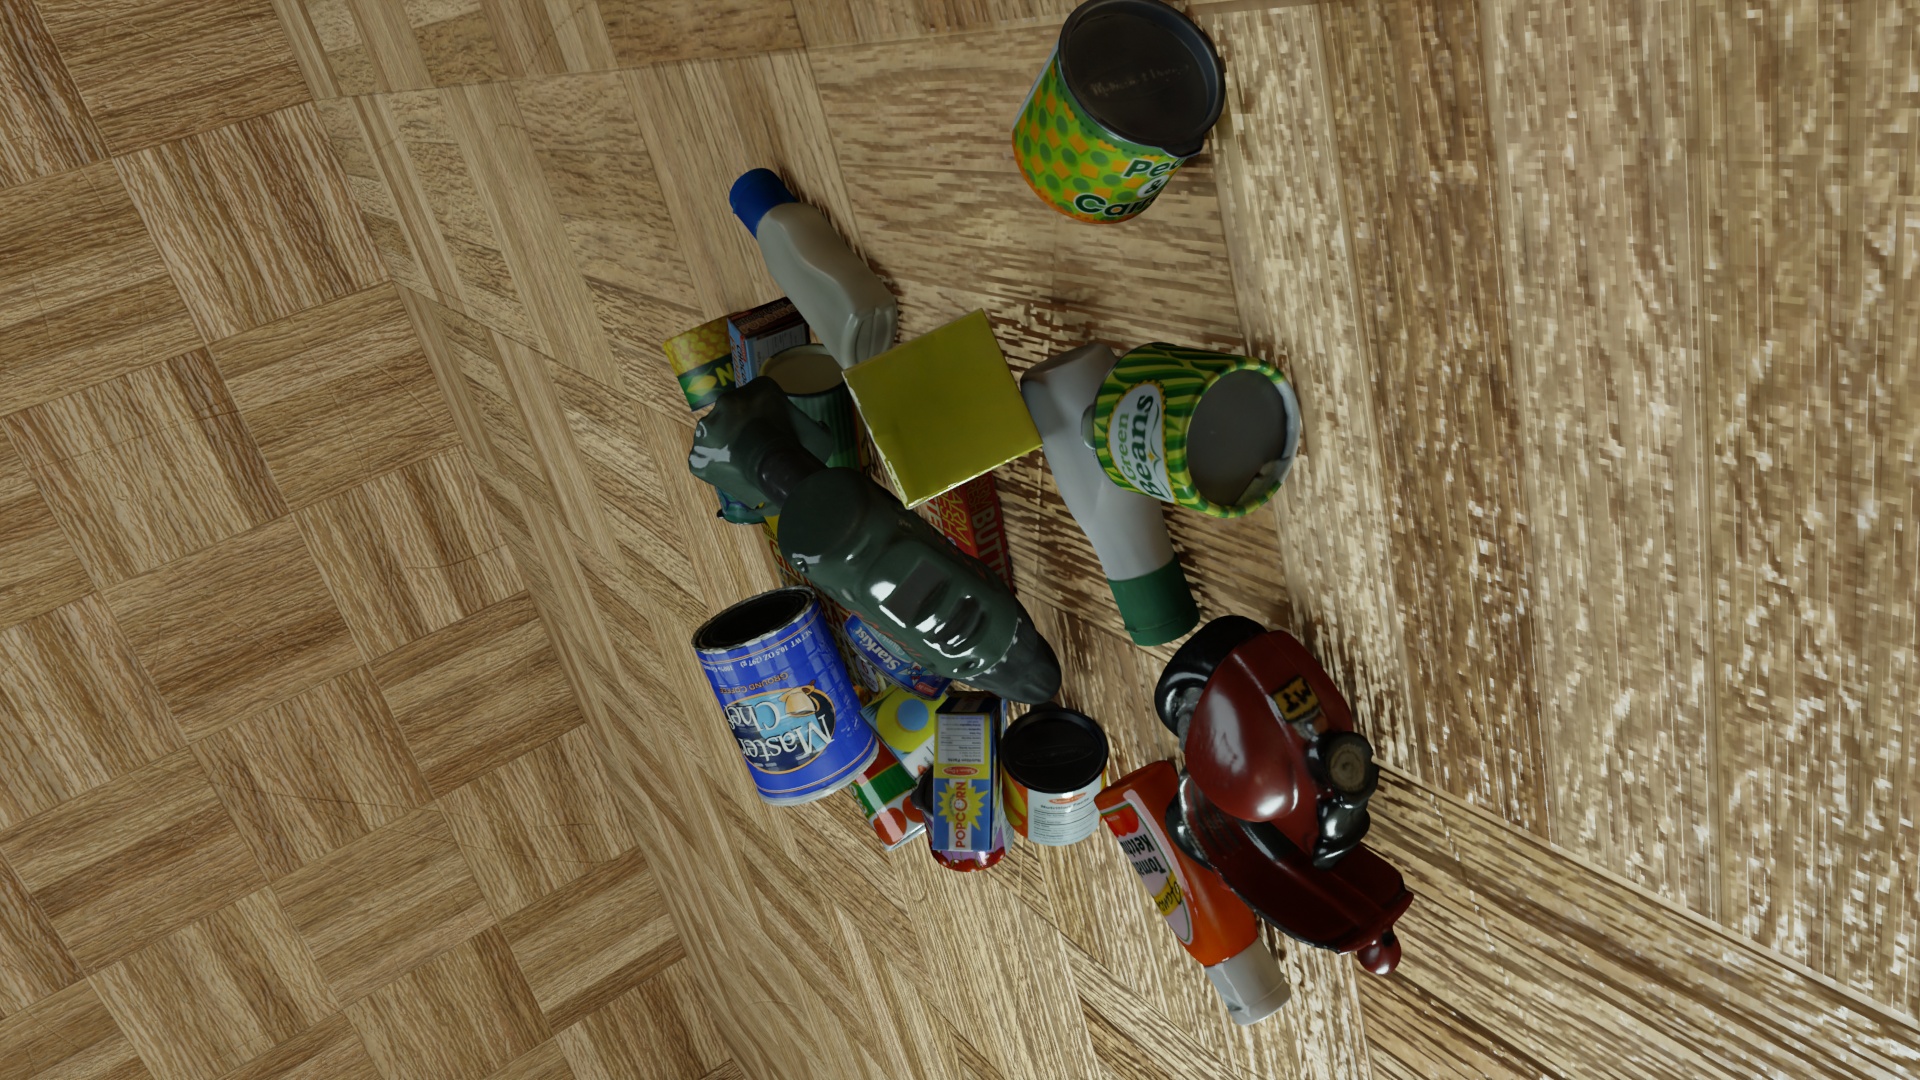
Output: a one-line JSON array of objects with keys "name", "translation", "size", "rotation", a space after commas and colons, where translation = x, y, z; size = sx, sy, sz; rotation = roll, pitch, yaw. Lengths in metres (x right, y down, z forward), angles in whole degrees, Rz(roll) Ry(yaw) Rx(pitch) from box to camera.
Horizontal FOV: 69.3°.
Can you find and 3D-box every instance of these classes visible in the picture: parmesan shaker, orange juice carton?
[{"name": "parmesan shaker", "translation": [-0.096, -0.073, 0.945], "size": [0.071, 0.071, 0.102], "rotation": [42, 148, 39]}, {"name": "orange juice carton", "translation": [-0.012, -0.071, 0.726], "size": [0.193, 0.073, 0.071], "rotation": [-115, 0, -83]}]

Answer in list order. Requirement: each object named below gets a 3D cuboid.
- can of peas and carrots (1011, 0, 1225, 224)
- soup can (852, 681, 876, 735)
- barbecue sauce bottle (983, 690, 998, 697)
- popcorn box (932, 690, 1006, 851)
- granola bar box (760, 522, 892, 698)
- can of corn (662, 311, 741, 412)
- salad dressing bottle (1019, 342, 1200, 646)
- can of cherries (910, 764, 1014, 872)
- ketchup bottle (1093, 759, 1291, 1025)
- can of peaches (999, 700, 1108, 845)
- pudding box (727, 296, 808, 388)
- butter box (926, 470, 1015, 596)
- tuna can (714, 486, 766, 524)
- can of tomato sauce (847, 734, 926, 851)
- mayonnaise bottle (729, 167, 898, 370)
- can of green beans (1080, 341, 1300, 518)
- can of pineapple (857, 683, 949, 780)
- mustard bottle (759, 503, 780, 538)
[{"name": "can of peas and carrots", "translation": [0.060, -0.161, 0.531], "size": [0.071, 0.071, 0.058], "rotation": [60, 157, 8]}, {"name": "soup can", "translation": [-0.110, 0.139, 1.192], "size": [0.071, 0.071, 0.083], "rotation": [41, 148, 41]}, {"name": "barbecue sauce bottle", "translation": [-0.013, 0.044, 0.926], "size": [0.149, 0.044, 0.064], "rotation": [45, 163, 34]}, {"name": "popcorn box", "translation": [0.007, 0.145, 0.893], "size": [0.127, 0.038, 0.085], "rotation": [1, -92, -84]}, {"name": "granola bar box", "translation": [-0.092, 0.049, 1.102], "size": [0.166, 0.039, 0.123], "rotation": [28, 140, 53]}, {"name": "can of corn", "translation": [-0.186, -0.138, 1.066], "size": [0.071, 0.071, 0.058], "rotation": [-3, 112, 64]}, {"name": "salad dressing bottle", "translation": [0.076, -0.021, 0.678], "size": [0.064, 0.044, 0.147], "rotation": [11, 126, 66]}, {"name": "can of cherries", "translation": [0.002, 0.203, 1.029], "size": [0.071, 0.072, 0.058], "rotation": [38, 147, 44]}, {"name": "ketchup bottle", "translation": [0.134, 0.199, 0.788], "size": [0.149, 0.044, 0.064], "rotation": [59, 156, 7]}, {"name": "can of peaches", "translation": [0.058, 0.145, 0.862], "size": [0.071, 0.071, 0.057], "rotation": [43, 150, 38]}, {"name": "pudding box", "translation": [-0.135, -0.127, 0.991], "size": [0.030, 0.050, 0.083], "rotation": [48, 152, 34]}, {"name": "butter box", "translation": [0.003, -0.011, 0.860], "size": [0.053, 0.024, 0.103], "rotation": [32, 142, 48]}, {"name": "tuna can", "translation": [-0.166, -0.042, 1.118], "size": [0.071, 0.071, 0.032], "rotation": [29, 139, 52]}, {"name": "can of tomato sauce", "translation": [-0.056, 0.207, 1.155], "size": [0.083, 0.071, 0.071], "rotation": [56, 156, 14]}, {"name": "mayonnaise bottle", "translation": [-0.094, -0.175, 0.869], "size": [0.148, 0.041, 0.064], "rotation": [53, 153, 25]}, {"name": "can of green beans", "translation": [0.097, -0.046, 0.576], "size": [0.058, 0.071, 0.071], "rotation": [22, 134, 56]}, {"name": "can of pineapple", "translation": [-0.034, 0.131, 1.022], "size": [0.071, 0.058, 0.071], "rotation": [48, 172, 9]}, {"name": "mustard bottle", "translation": [-0.124, -0.036, 1.037], "size": [0.160, 0.049, 0.065], "rotation": [68, 150, 16]}]
